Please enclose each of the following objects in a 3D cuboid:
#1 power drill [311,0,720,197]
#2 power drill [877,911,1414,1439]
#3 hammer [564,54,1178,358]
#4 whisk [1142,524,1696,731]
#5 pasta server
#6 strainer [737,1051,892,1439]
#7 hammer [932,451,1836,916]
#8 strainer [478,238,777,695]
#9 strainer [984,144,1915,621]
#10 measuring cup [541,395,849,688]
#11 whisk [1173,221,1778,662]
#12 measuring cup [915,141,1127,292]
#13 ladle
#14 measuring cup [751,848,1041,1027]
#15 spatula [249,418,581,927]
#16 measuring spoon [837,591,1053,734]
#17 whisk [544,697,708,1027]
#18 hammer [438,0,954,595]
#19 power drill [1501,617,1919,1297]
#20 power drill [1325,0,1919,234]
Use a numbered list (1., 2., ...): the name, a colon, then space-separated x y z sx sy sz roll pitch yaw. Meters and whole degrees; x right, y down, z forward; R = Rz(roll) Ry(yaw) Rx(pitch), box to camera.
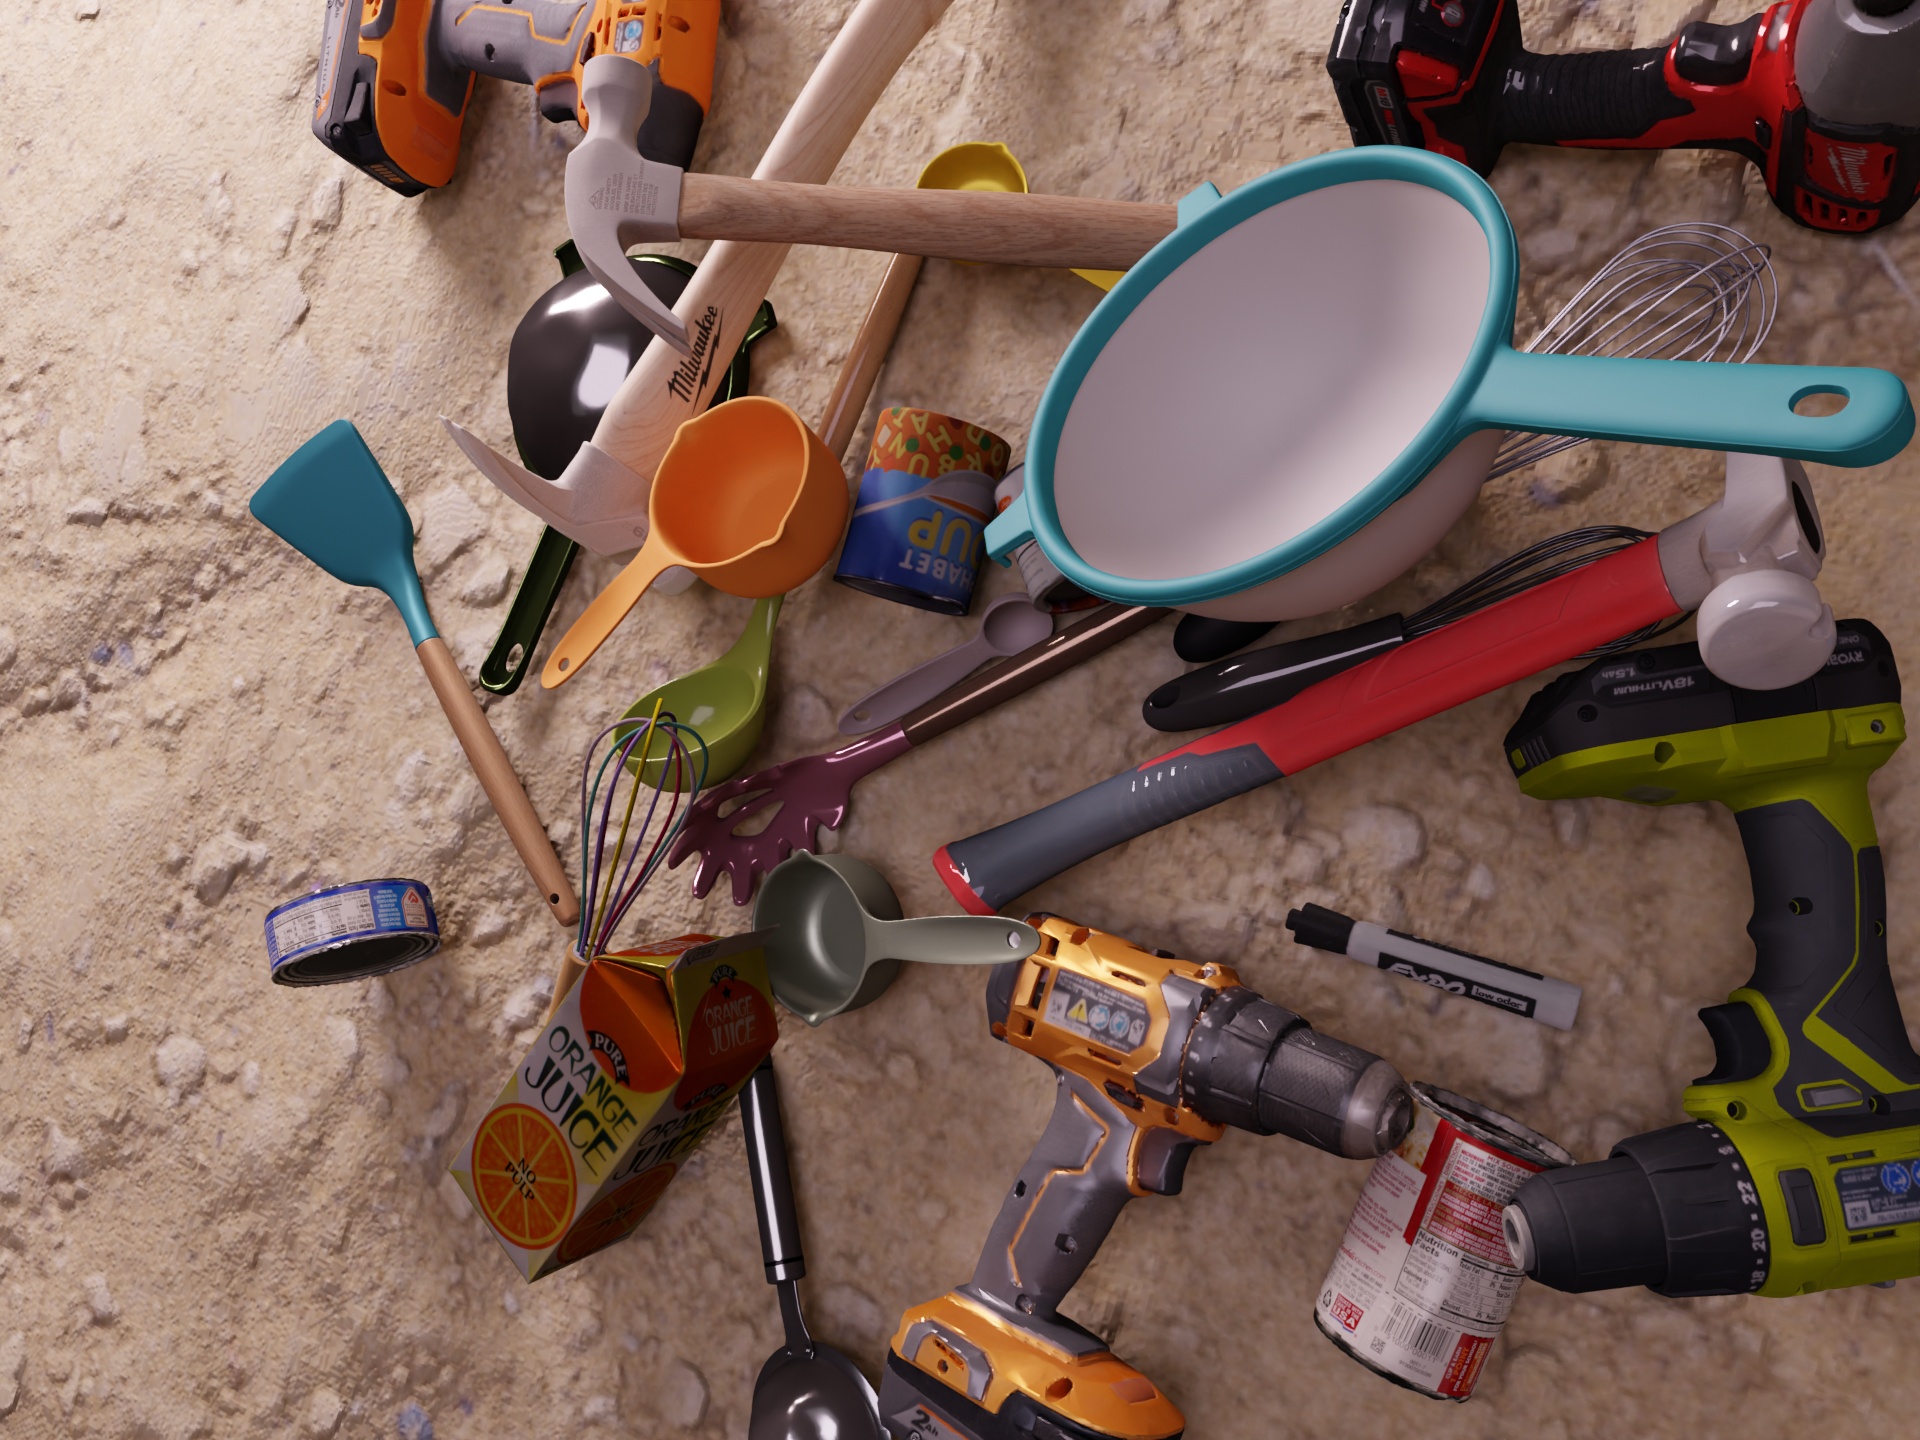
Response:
1. power drill: -0.241 -0.350 0.880 0.226 0.084 0.164 2 84 19
2. power drill: 0.073 0.208 0.652 0.185 0.084 0.226 15 85 38
3. hammer: -0.012 -0.222 0.718 0.331 0.031 0.130 4 80 -1
4. whisk: 0.188 -0.031 0.673 0.239 0.055 0.055 -17 76 24
5. pasta server: -0.001 -0.002 0.750 0.316 0.060 0.040 -28 28 14
6. strainer: -0.083 0.267 0.746 0.087 0.050 0.259 -23 70 33
7. hammer: 0.138 -0.007 0.637 0.386 0.038 0.143 -27 30 37
8. strainer: -0.212 -0.136 0.840 0.151 0.069 0.256 23 90 24
9. strainer: 0.174 -0.102 0.585 0.341 0.095 0.211 19 75 49
10. measuring cup: -0.124 -0.071 0.749 0.173 0.052 0.095 -46 56 7
11. whisk: 0.208 -0.107 0.671 0.284 0.070 0.070 -35 71 21
12. measuring cup: 0.049 -0.228 0.774 0.156 0.029 0.062 31 88 12
13. ladle: -0.086 -0.112 0.793 0.078 0.062 0.320 21 88 45
14. measuring cup: -0.024 0.097 0.725 0.167 0.038 0.083 -5 88 37
15. spatula: -0.289 -0.021 0.870 0.082 0.044 0.318 -37 71 11
16. measuring spoon: -0.010 -0.028 0.768 0.124 0.034 0.018 -30 37 21
17. whisk: -0.173 0.093 0.769 0.047 0.051 0.244 50 129 42
18. hammer: -0.091 -0.268 0.778 0.038 0.146 0.410 29 87 48
19. power drill: 0.277 0.090 0.576 0.190 0.080 0.229 -9 78 0
20. power drill: 0.265 -0.256 0.619 0.220 0.143 0.078 18 88 26
